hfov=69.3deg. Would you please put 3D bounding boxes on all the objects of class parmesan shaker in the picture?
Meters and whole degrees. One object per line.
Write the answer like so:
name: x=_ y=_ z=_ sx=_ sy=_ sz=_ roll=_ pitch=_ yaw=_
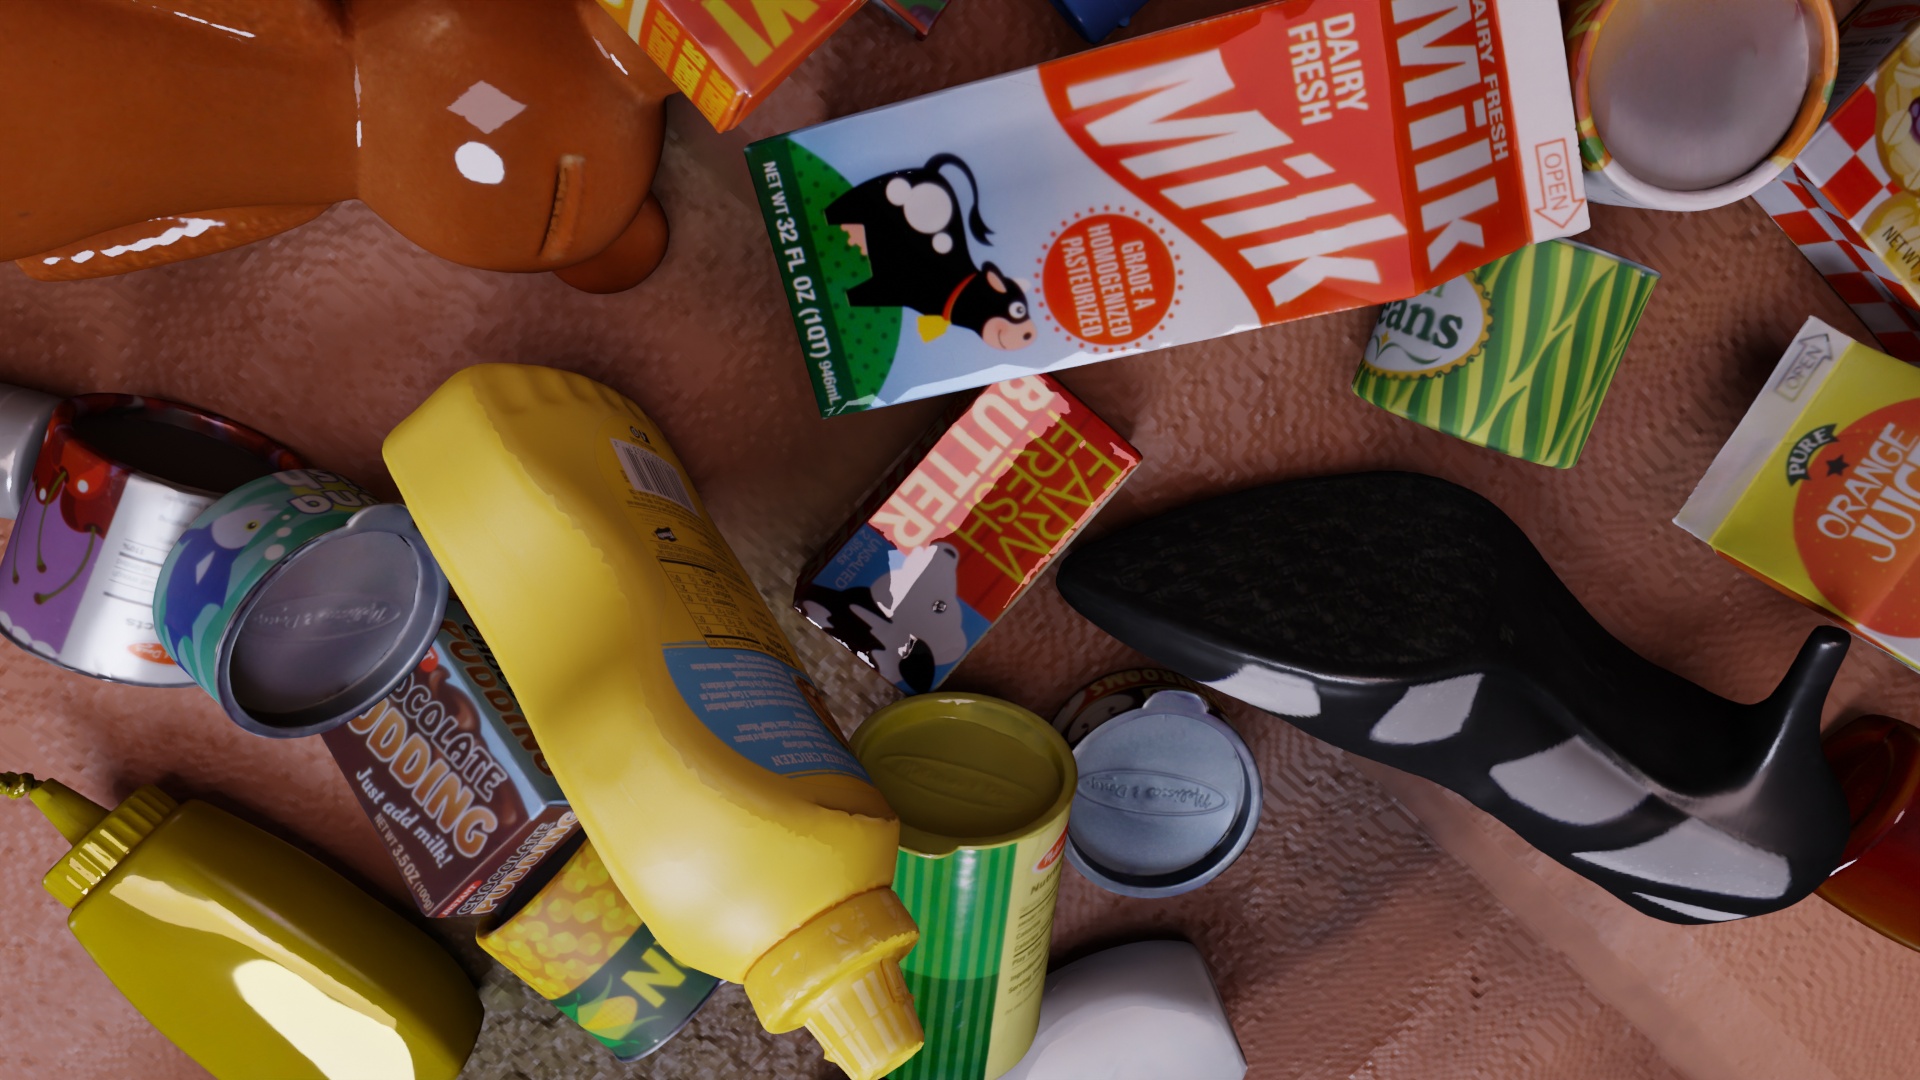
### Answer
parmesan shaker: x=-0.005 y=0.107 z=0.416 sx=0.071 sy=0.071 sz=0.102 roll=3 pitch=121 yaw=-5

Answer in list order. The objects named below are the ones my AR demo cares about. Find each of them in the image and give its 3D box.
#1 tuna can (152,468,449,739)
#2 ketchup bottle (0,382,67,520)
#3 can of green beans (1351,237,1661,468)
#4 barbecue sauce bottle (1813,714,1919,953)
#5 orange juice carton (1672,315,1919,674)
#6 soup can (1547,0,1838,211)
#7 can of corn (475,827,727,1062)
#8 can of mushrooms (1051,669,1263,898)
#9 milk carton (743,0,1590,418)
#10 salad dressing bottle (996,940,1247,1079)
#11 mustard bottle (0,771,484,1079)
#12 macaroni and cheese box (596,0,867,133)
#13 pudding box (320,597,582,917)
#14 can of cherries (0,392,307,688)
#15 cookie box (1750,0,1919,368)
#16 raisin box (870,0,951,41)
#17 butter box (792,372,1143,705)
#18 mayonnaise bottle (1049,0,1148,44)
tuna can: x=-0.173 y=0.014 z=0.368 sx=0.033 sy=0.071 sz=0.071 roll=32 pitch=104 yaw=24
ketchup bottle: x=-0.324 y=-0.041 z=0.375 sx=0.149 sy=0.043 sz=0.064 roll=15 pitch=102 yaw=-9
can of green beans: x=0.152 y=-0.058 z=0.393 sx=0.071 sy=0.071 sz=0.057 roll=16 pitch=105 yaw=-9
barbecue sauce bottle: x=0.350 y=0.119 z=0.471 sx=0.148 sy=0.044 sz=0.064 roll=30 pitch=102 yaw=-12
orange juice carton: x=0.309 y=0.009 z=0.420 sx=0.193 sy=0.073 sz=0.071 roll=28 pitch=103 yaw=-11
soup can: x=0.174 y=-0.125 z=0.366 sx=0.071 sy=0.084 sz=0.071 roll=-1 pitch=106 yaw=-4
can of corn: x=-0.102 y=0.112 z=0.422 sx=0.071 sy=0.071 sz=0.058 roll=-43 pitch=104 yaw=8
can of mushrooms: x=0.060 y=0.074 z=0.442 sx=0.071 sy=0.033 sz=0.070 roll=-1 pitch=106 yaw=-3
milk carton: x=0.052 y=-0.090 z=0.349 sx=0.190 sy=0.074 sz=0.072 roll=-11 pitch=107 yaw=15
salad dressing bottle: x=0.020 y=0.184 z=0.466 sx=0.147 sy=0.044 sz=0.064 roll=-23 pitch=108 yaw=4
mustard bottle: x=-0.224 y=0.120 z=0.427 sx=0.065 sy=0.049 sz=0.160 roll=-42 pitch=104 yaw=8
macaroni and cheese box: x=-0.064 y=-0.192 z=0.294 sx=0.124 sy=0.040 sz=0.166 roll=-46 pitch=104 yaw=-10
pudding box: x=-0.149 y=0.061 z=0.404 sx=0.049 sy=0.030 sz=0.084 roll=-42 pitch=70 yaw=6
can of cherries: x=-0.223 y=-0.002 z=0.384 sx=0.071 sy=0.072 sz=0.058 roll=24 pitch=103 yaw=-10
cookie box: x=0.327 y=-0.132 z=0.398 sx=0.123 sy=0.040 sz=0.167 roll=40 pitch=100 yaw=-14
raisin box: x=-0.033 y=-0.201 z=0.352 sx=0.123 sy=0.040 sz=0.086 roll=37 pitch=101 yaw=-12
butter box: x=0.001 y=-0.005 z=0.419 sx=0.053 sy=0.024 sz=0.103 roll=39 pitch=101 yaw=-14
mayonnaise bottle: x=0.079 y=-0.191 z=0.353 sx=0.148 sy=0.065 sz=0.041 roll=-39 pitch=102 yaw=11
